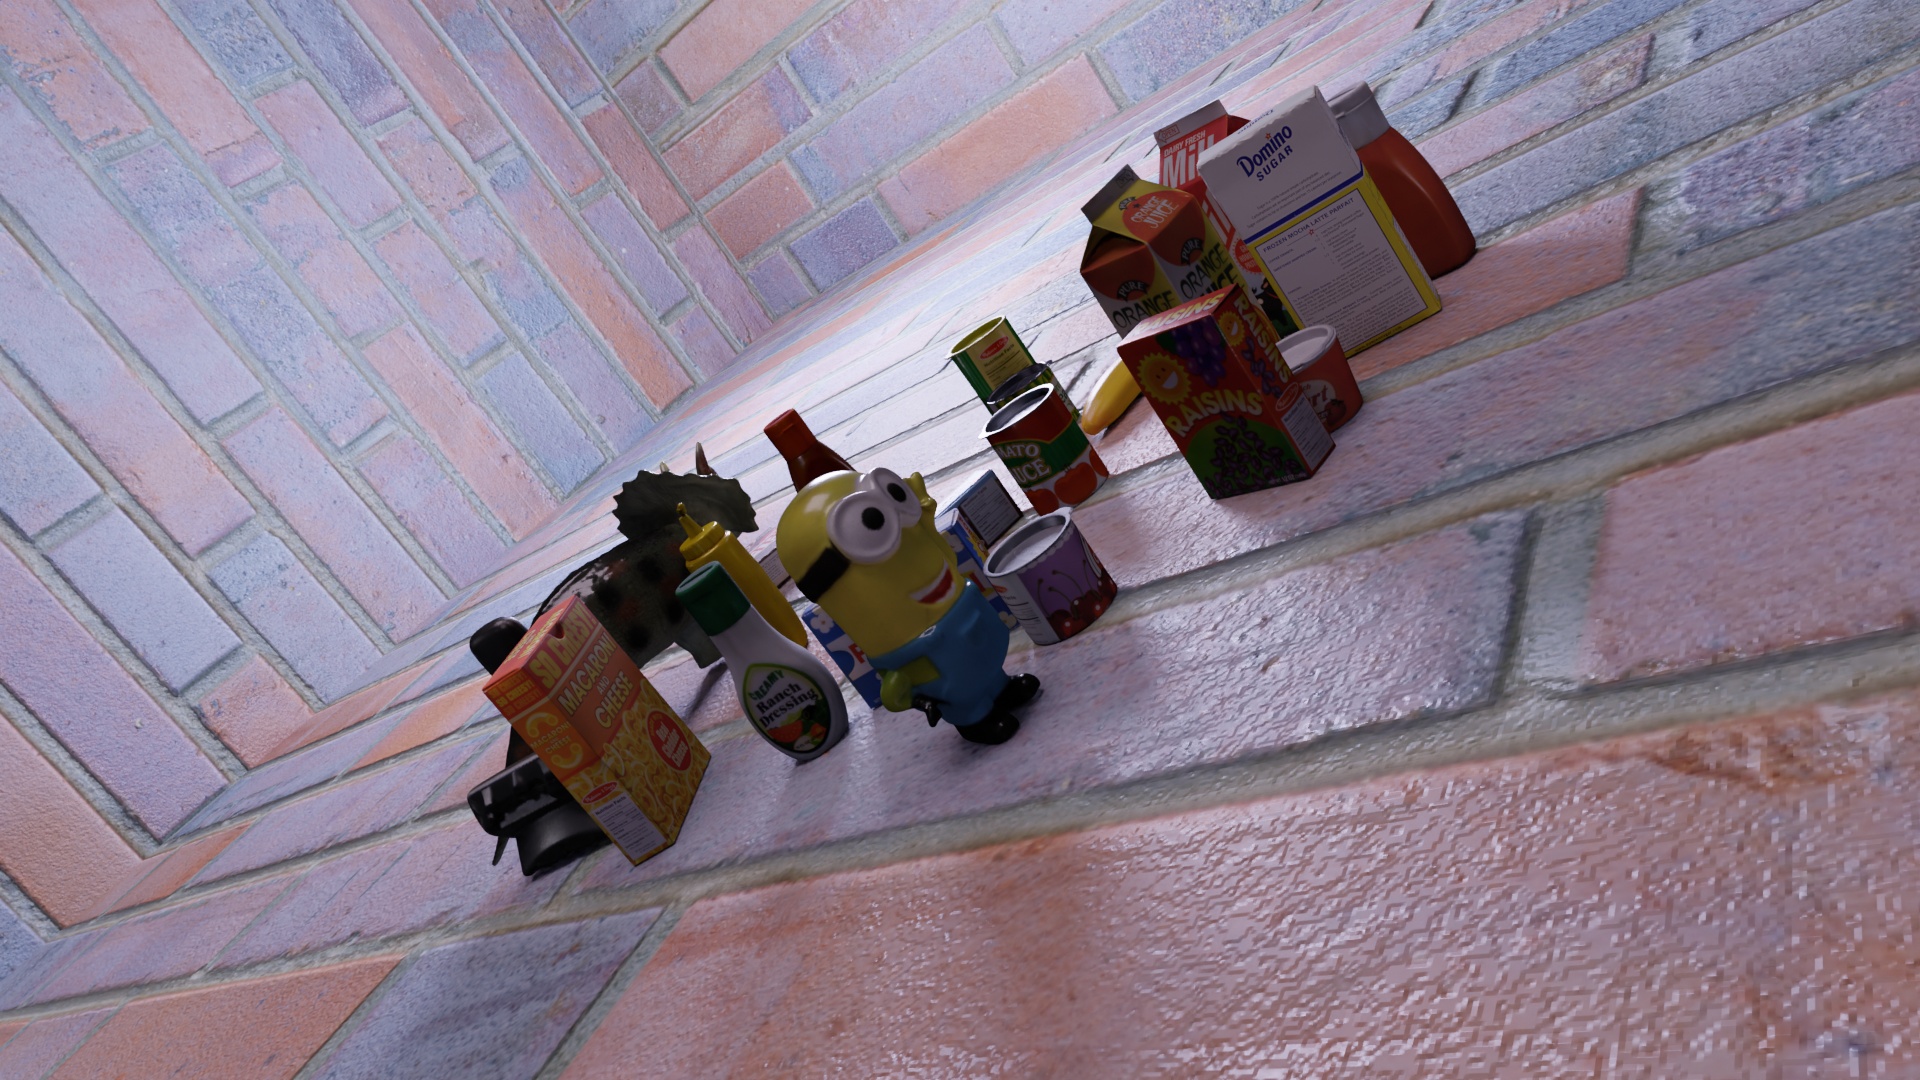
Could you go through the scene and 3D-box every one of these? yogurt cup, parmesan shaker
[{"bbox_3d":[0.225,-0.100,0.906,0.072,0.054,0.072,-32,16,11],"label":"yogurt cup"},{"bbox_3d":[0.041,-0.154,1.332,0.071,0.103,0.071,-32,16,11],"label":"parmesan shaker"}]

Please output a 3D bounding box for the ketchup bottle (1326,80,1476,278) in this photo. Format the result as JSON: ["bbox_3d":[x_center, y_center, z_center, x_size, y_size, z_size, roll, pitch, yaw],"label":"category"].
[{"bbox_3d":[0.313,-0.260,1.009,0.064,0.148,0.044,-15,26,51],"label":"ketchup bottle"}]

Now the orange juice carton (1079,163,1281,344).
[{"bbox_3d":[0.156,-0.178,1.015,0.073,0.192,0.072,-15,26,52],"label":"orange juice carton"}]

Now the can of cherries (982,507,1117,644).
[{"bbox_3d":[0.059,0.022,0.884,0.071,0.058,0.072,-32,16,11],"label":"can of cherries"}]

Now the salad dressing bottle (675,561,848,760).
[{"bbox_3d":[-0.136,0.082,0.945,0.064,0.147,0.044,-33,16,10],"label":"salad dressing bottle"}]

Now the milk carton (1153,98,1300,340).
[{"bbox_3d":[0.223,-0.247,1.078,0.072,0.190,0.074,-15,25,50],"label":"milk carton"}]

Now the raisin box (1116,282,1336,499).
[{"bbox_3d":[0.167,-0.091,0.873,0.086,0.123,0.040,-13,27,53],"label":"raisin box"}]

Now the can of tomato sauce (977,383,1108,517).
[{"bbox_3d":[0.065,-0.068,1.081,0.071,0.083,0.071,-32,16,11],"label":"can of tomato sauce"}]

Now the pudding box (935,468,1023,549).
[{"bbox_3d":[0.004,-0.014,1.110,0.084,0.049,0.030,-43,17,-24],"label":"pudding box"}]

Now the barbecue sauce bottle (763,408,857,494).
[{"bbox_3d":[-0.128,-0.056,1.312,0.065,0.148,0.043,-39,16,-10],"label":"barbecue sauce bottle"}]

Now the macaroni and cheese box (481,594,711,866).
[{"bbox_3d":[-0.257,0.134,1.007,0.040,0.166,0.124,-32,17,14],"label":"macaroni and cheese box"}]

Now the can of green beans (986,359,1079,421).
[{"bbox_3d":[0.067,-0.122,1.273,0.071,0.057,0.071,-32,16,11],"label":"can of green beans"}]

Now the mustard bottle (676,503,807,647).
[{"bbox_3d":[-0.191,0.034,1.165,0.049,0.160,0.065,-35,16,2],"label":"mustard bottle"}]

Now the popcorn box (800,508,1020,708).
[{"bbox_3d":[-0.031,0.047,0.948,0.126,0.085,0.038,-31,17,14],"label":"popcorn box"}]
